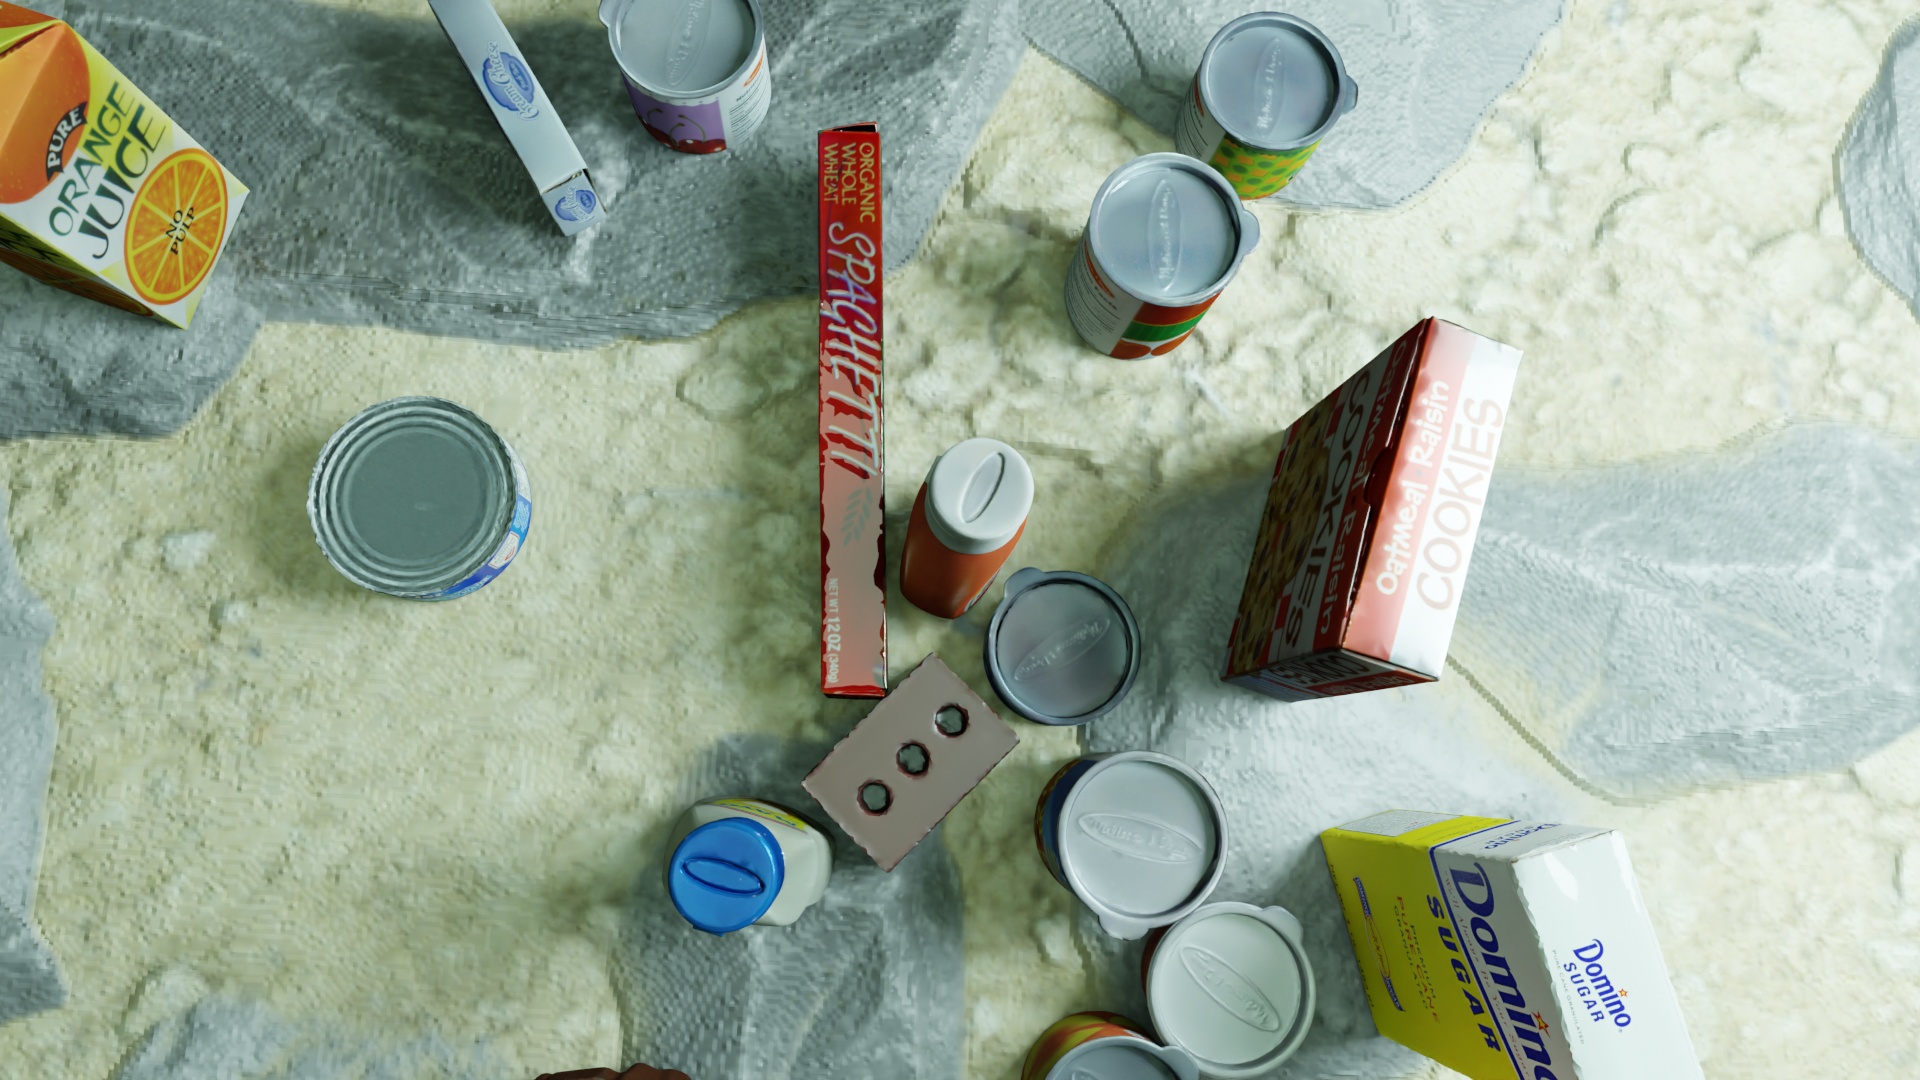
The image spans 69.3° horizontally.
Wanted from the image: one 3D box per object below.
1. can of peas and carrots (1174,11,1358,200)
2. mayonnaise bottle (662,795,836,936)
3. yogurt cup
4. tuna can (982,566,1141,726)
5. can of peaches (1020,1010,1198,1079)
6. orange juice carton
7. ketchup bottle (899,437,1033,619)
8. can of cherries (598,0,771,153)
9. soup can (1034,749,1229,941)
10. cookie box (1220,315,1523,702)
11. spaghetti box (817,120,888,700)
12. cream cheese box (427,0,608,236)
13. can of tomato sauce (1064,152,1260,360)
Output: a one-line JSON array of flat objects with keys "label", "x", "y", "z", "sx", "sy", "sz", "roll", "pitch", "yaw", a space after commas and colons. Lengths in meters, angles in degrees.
[{"label": "can of peas and carrots", "x": 0.138, "y": -0.197, "z": 0.637, "sx": 0.071, "sy": 0.058, "sz": 0.071, "roll": 1, "pitch": 81, "yaw": -4}, {"label": "mayonnaise bottle", "x": -0.081, "y": 0.120, "z": 0.523, "sx": 0.065, "sy": 0.148, "sz": 0.041, "roll": 16, "pitch": 80, "yaw": -1}, {"label": "yogurt cup", "x": 0.106, "y": 0.182, "z": 0.573, "sx": 0.072, "sy": 0.054, "sz": 0.072, "roll": 1, "pitch": 81, "yaw": -4}, {"label": "tuna can", "x": 0.042, "y": 0.046, "z": 0.603, "sx": 0.071, "sy": 0.032, "sz": 0.071, "roll": 1, "pitch": 80, "yaw": -4}, {"label": "can of peaches", "x": 0.061, "y": 0.227, "z": 0.560, "sx": 0.071, "sy": 0.058, "sz": 0.071, "roll": 1, "pitch": 81, "yaw": -4}, {"label": "orange juice carton", "x": -0.359, "y": -0.151, "z": 0.529, "sx": 0.072, "sy": 0.192, "sz": 0.073, "roll": 18, "pitch": 80, "yaw": 0}, {"label": "ketchup bottle", "x": 0.002, "y": -0.007, "z": 0.550, "sx": 0.043, "sy": 0.148, "sz": 0.065, "roll": 26, "pitch": 80, "yaw": 1}, {"label": "can of cherries", "x": -0.122, "y": -0.217, "z": 0.624, "sx": 0.071, "sy": 0.058, "sz": 0.071, "roll": 1, "pitch": 81, "yaw": -4}, {"label": "soup can", "x": 0.066, "y": 0.121, "z": 0.565, "sx": 0.071, "sy": 0.083, "sz": 0.071, "roll": 1, "pitch": 81, "yaw": -3}, {"label": "cookie box", "x": 0.154, "y": -0.003, "z": 0.550, "sx": 0.040, "sy": 0.167, "sz": 0.123, "roll": 17, "pitch": 80, "yaw": -1}, {"label": "spaghetti box", "x": -0.047, "y": -0.056, "z": 0.605, "sx": 0.029, "sy": 0.050, "sz": 0.250, "roll": -1, "pitch": 80, "yaw": -4}, {"label": "cream cheese box", "x": -0.195, "y": -0.190, "z": 0.617, "sx": 0.024, "sy": 0.053, "sz": 0.104, "roll": -31, "pitch": 84, "yaw": -8}, {"label": "can of tomato sauce", "x": 0.085, "y": -0.122, "z": 0.608, "sx": 0.071, "sy": 0.083, "sz": 0.071, "roll": 1, "pitch": 81, "yaw": -3}]
